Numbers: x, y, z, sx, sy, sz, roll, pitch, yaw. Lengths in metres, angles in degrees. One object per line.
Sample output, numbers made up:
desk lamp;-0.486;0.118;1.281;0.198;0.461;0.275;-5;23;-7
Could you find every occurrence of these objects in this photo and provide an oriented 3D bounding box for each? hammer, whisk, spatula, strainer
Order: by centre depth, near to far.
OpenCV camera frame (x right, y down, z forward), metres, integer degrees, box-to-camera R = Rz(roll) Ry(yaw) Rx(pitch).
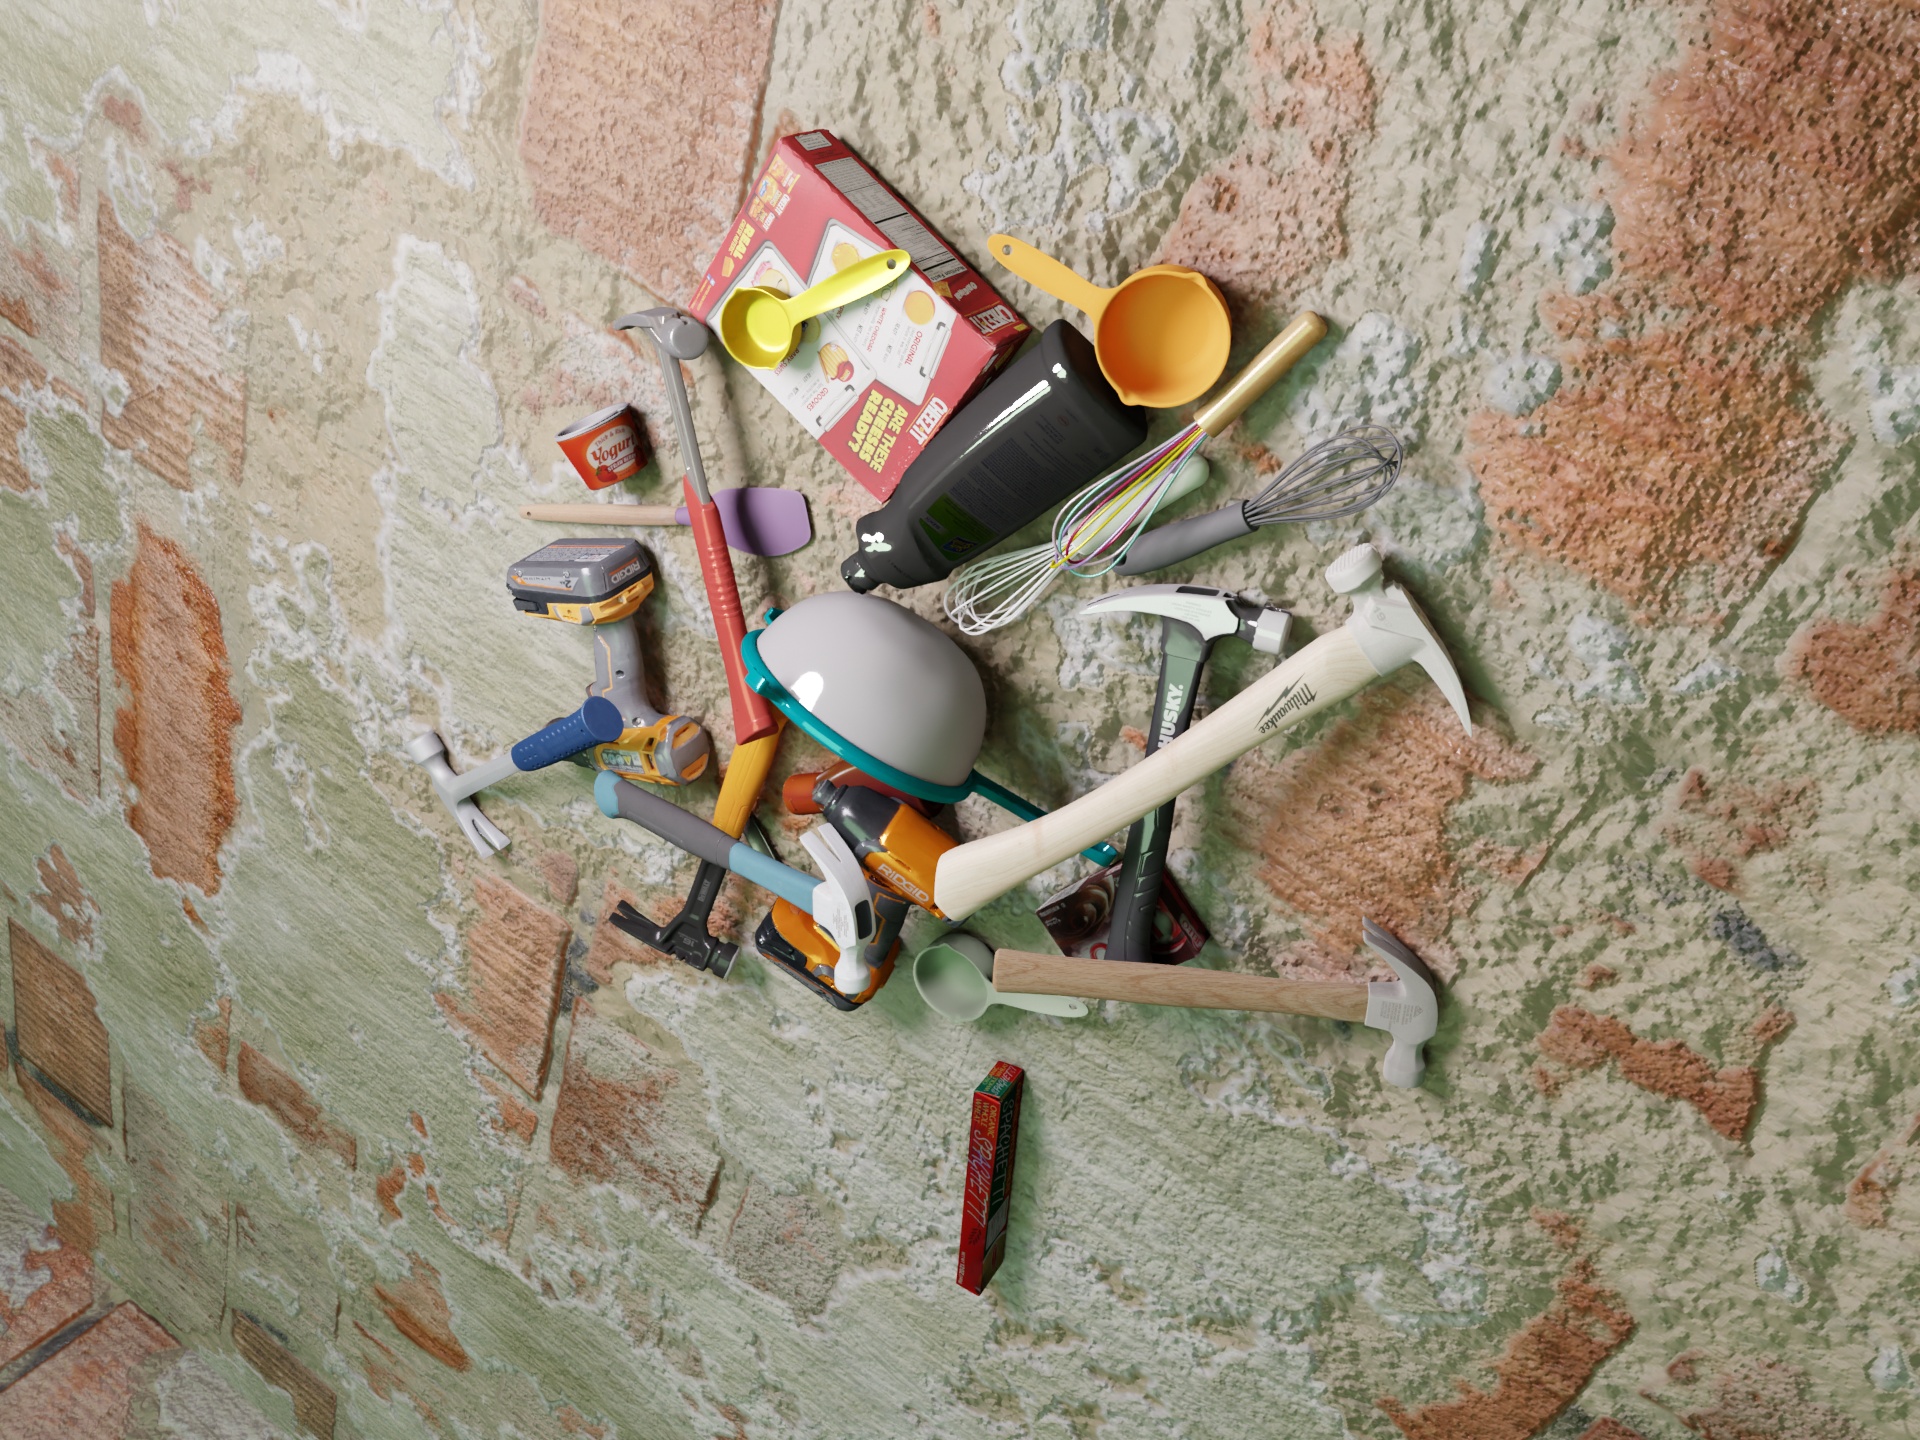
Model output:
whisk;0.147;-0.180;1.062;0.245;0.047;0.051;-42;72;26
whisk;0.194;-0.142;1.079;0.239;0.055;0.055;-18;103;42
hammer;0.153;0.043;1.128;0.410;0.038;0.146;-33;102;23
whisk;0.082;-0.127;1.161;0.059;0.058;0.246;34;134;-32
hammer;0.141;0.057;1.186;0.146;0.035;0.334;15;115;16
hammer;0.189;0.201;1.198;0.331;0.031;0.130;4;116;8
strainer;-0.002;-0.004;1.227;0.340;0.211;0.095;31;104;-11
hammer;-0.207;-0.151;1.289;0.149;0.036;0.358;28;133;58
hammer;-0.199;0.113;1.352;0.331;0.033;0.128;21;121;36
spatula;-0.260;-0.174;1.368;0.316;0.018;0.059;6;118;29
hammer;-0.216;0.086;1.437;0.127;0.034;0.336;25;120;0
hammer;-0.418;0.043;1.512;0.405;0.035;0.144;-18;105;52

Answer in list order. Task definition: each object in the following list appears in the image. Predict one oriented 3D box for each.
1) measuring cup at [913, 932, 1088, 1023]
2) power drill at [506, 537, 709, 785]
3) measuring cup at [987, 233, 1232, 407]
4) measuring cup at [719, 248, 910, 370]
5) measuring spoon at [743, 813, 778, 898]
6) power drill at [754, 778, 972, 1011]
measuring cup;0.040;0.226;1.372;0.168;0.038;0.083;7;117;28
power drill;-0.335;-0.048;1.445;0.185;0.084;0.226;4;120;33
measuring cup;0.098;-0.275;1.043;0.173;0.052;0.095;30;117;1
measuring cup;-0.098;-0.294;1.110;0.156;0.029;0.062;-18;105;25
measuring spoon;-0.175;0.123;1.473;0.034;0.018;0.124;-32;87;37
power drill;-0.089;0.144;1.354;0.164;0.084;0.226;37;136;-5
